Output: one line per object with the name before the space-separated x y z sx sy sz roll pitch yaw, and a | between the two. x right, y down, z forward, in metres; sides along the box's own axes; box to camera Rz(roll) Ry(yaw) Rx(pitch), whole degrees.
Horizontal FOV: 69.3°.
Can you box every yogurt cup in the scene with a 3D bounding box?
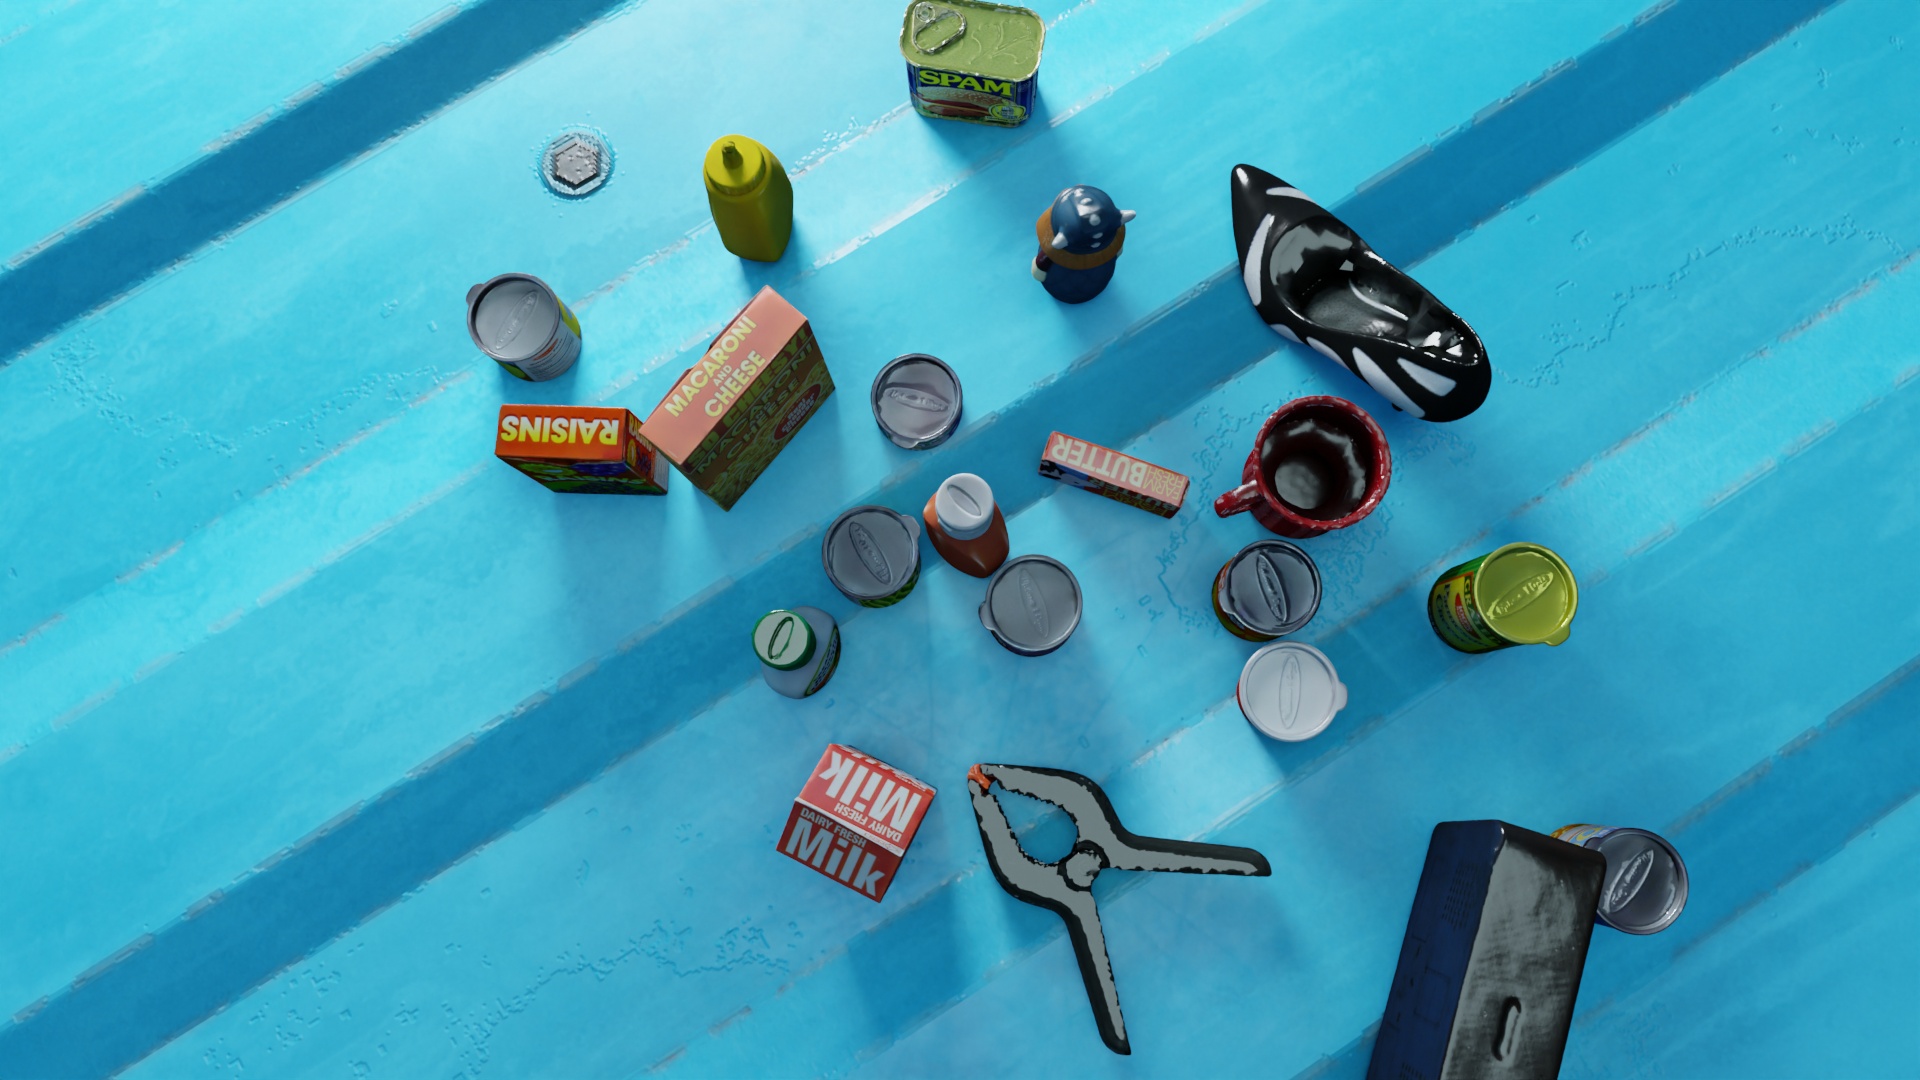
yogurt cup | 0.222 0.105 0.955 0.072 0.054 0.072 0 81 1

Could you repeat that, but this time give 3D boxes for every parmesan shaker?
parmesan shaker | 0.365 0.044 0.938 0.071 0.103 0.071 0 81 1

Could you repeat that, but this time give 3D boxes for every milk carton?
milk carton | -0.063 0.176 0.877 0.072 0.190 0.073 26 82 5

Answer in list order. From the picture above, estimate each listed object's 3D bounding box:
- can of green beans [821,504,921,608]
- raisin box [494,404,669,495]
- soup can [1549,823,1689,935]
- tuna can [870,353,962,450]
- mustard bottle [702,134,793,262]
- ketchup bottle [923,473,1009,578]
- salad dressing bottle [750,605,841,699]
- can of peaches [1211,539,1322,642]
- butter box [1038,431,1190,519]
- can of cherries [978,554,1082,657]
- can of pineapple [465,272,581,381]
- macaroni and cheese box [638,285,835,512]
can of green beans | -0.061 0.012 0.972 0.071 0.057 0.071 0 81 1
raisin box | -0.256 -0.060 0.954 0.086 0.123 0.040 3 81 1
soup can | 0.425 0.220 0.917 0.071 0.083 0.071 0 81 1
tuna can | -0.032 -0.097 1.003 0.071 0.033 0.071 0 80 1
mustard bottle | -0.149 -0.245 0.966 0.049 0.160 0.065 10 81 3
ketchup bottle | 0.003 -0.012 0.930 0.065 0.148 0.043 42 84 7
salad dressing bottle | -0.109 0.071 0.917 0.044 0.147 0.064 24 82 5
can of peaches | 0.209 0.036 0.965 0.071 0.058 0.071 0 81 1
butter box | 0.108 -0.046 0.983 0.103 0.053 0.024 19 82 4
can of cherries | 0.047 0.046 0.965 0.071 0.058 0.071 0 81 1
can of pineapple | -0.315 -0.155 1.004 0.071 0.058 0.071 0 81 1
macaroni and cheese box | -0.146 -0.090 0.936 0.040 0.166 0.124 39 83 6
